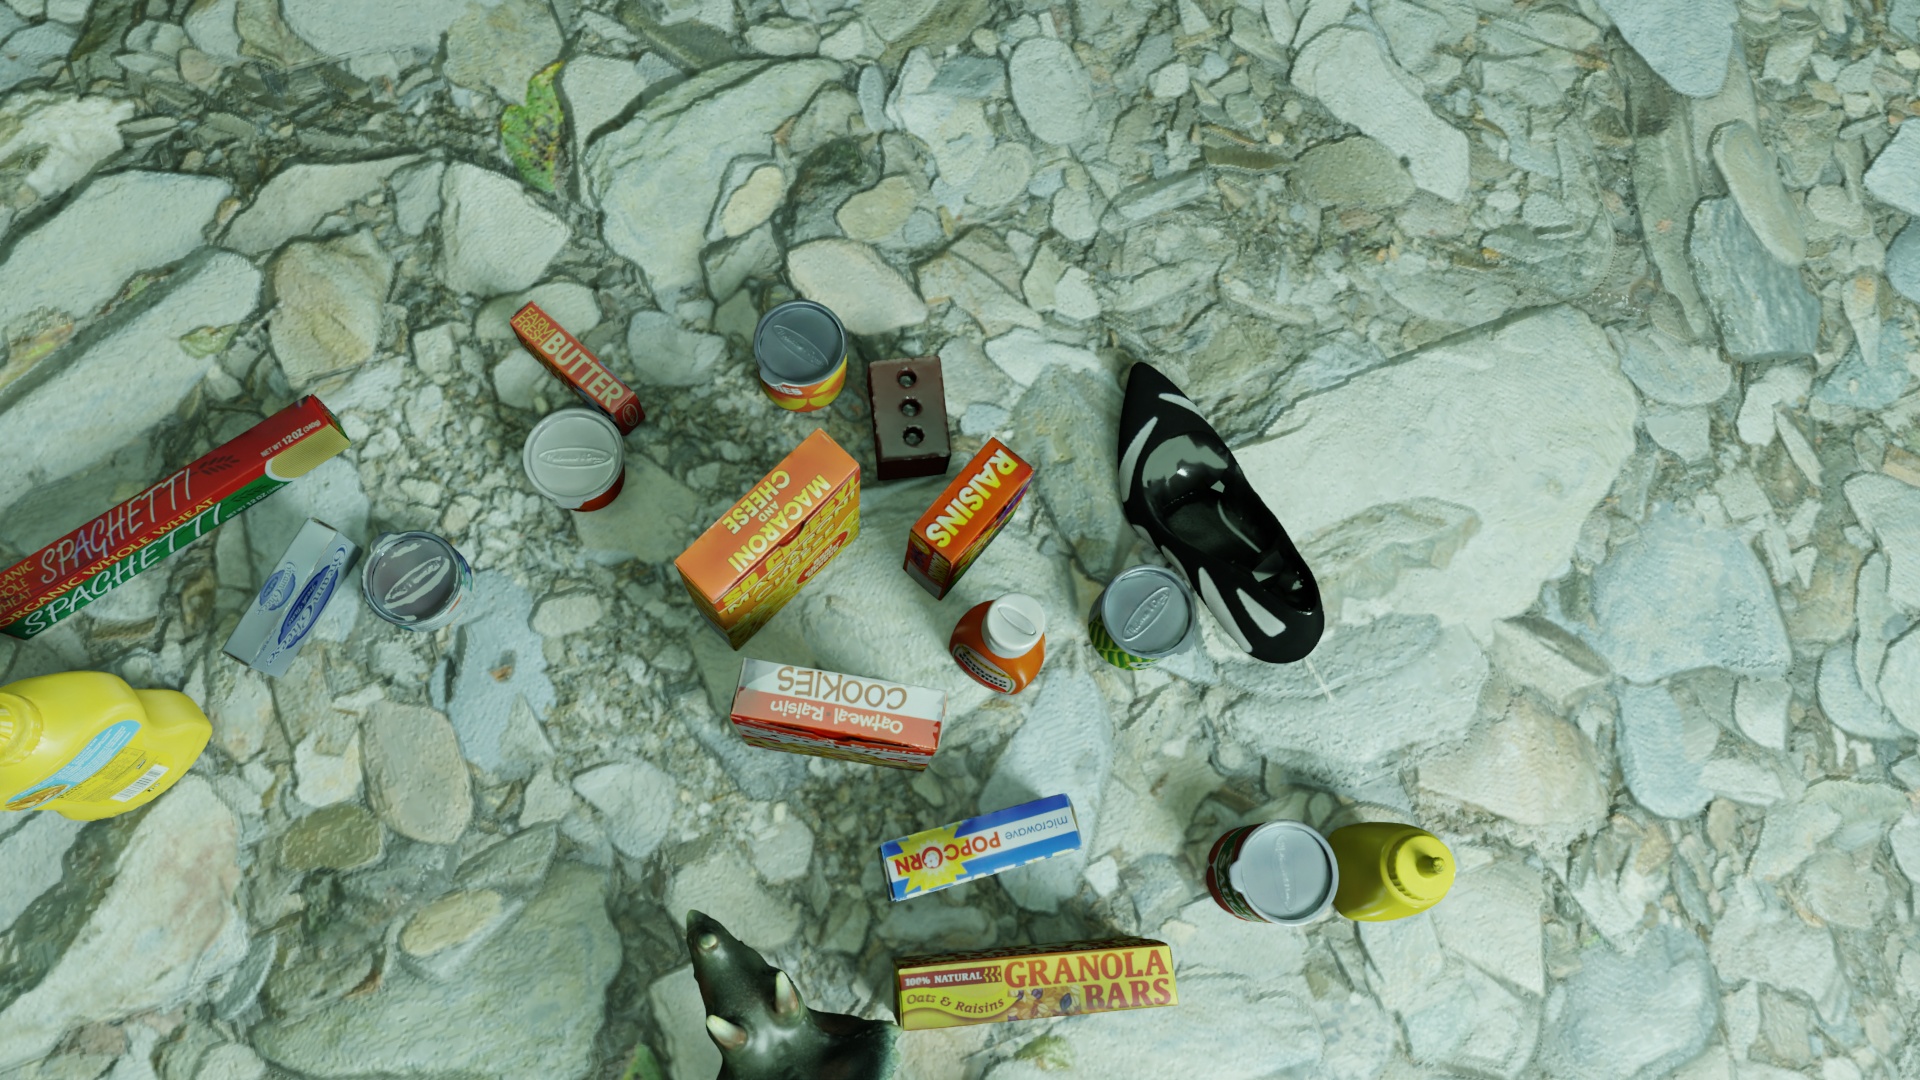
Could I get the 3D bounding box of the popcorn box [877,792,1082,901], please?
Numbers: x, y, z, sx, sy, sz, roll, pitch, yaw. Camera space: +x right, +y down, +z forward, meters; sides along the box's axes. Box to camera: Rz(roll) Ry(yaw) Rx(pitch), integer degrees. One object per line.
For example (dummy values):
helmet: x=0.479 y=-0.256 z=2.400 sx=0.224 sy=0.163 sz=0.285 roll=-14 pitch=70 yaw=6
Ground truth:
popcorn box: x=0.010 y=0.202 z=0.910 sx=0.127 sy=0.085 sz=0.038 roll=-14 pitch=78 yaw=-8

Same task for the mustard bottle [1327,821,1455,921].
mustard bottle: x=0.280 y=0.212 z=0.892 sx=0.049 sy=0.160 sz=0.065 roll=-3 pitch=76 yaw=-5

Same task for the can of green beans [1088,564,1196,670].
can of green beans: x=0.126 y=0.055 z=0.973 sx=0.071 sy=0.057 sz=0.071 roll=1 pitch=76 yaw=-5

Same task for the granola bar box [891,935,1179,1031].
granola bar box: x=0.041 y=0.276 z=0.873 sx=0.166 sy=0.124 sz=0.039 roll=-3 pitch=76 yaw=-6

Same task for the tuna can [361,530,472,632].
tuna can: x=-0.372 y=0.027 z=0.950 sx=0.071 sy=0.032 sz=0.071 roll=1 pitch=75 yaw=-5

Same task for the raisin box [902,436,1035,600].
raisin box: x=0.003 y=-0.012 z=0.946 sx=0.040 sy=0.123 sz=0.086 roll=41 pitch=76 yaw=6

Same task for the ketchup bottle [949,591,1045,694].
ketchup bottle: x=0.028 y=0.065 z=0.915 sx=0.065 sy=0.148 sz=0.043 roll=35 pitch=76 yaw=4

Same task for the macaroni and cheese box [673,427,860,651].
macaroni and cheese box: x=-0.120 y=0.004 z=0.909 sx=0.040 sy=0.166 sz=0.124 roll=44 pitch=76 yaw=6

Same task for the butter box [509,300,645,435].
butter box: x=-0.272 y=-0.121 z=0.987 sx=0.103 sy=0.053 sz=0.024 roll=41 pitch=76 yaw=6

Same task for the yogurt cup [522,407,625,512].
yogurt cup: x=-0.265 y=-0.053 z=0.969 sx=0.072 sy=0.053 sz=0.072 roll=1 pitch=76 yaw=-5

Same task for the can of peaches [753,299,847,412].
can of peaches: x=-0.116 y=-0.130 z=1.000 sx=0.071 sy=0.058 sz=0.071 roll=1 pitch=76 yaw=-5

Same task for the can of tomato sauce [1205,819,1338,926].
can of tomato sauce: x=0.203 y=0.222 z=0.923 sx=0.071 sy=0.083 sz=0.071 roll=1 pitch=76 yaw=-5

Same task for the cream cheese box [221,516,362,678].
cream cheese box: x=-0.446 y=0.039 z=0.930 sx=0.024 sy=0.053 sz=0.104 roll=26 pitch=75 yaw=2

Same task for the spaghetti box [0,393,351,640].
spaghetti box: x=-0.536 y=-0.016 z=0.938 sx=0.251 sy=0.050 sz=0.029 roll=-34 pitch=81 yaw=-12

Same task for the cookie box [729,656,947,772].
cookie box: x=-0.077 y=0.115 z=0.883 sx=0.123 sy=0.167 sz=0.040 roll=9 pitch=75 yaw=-2
